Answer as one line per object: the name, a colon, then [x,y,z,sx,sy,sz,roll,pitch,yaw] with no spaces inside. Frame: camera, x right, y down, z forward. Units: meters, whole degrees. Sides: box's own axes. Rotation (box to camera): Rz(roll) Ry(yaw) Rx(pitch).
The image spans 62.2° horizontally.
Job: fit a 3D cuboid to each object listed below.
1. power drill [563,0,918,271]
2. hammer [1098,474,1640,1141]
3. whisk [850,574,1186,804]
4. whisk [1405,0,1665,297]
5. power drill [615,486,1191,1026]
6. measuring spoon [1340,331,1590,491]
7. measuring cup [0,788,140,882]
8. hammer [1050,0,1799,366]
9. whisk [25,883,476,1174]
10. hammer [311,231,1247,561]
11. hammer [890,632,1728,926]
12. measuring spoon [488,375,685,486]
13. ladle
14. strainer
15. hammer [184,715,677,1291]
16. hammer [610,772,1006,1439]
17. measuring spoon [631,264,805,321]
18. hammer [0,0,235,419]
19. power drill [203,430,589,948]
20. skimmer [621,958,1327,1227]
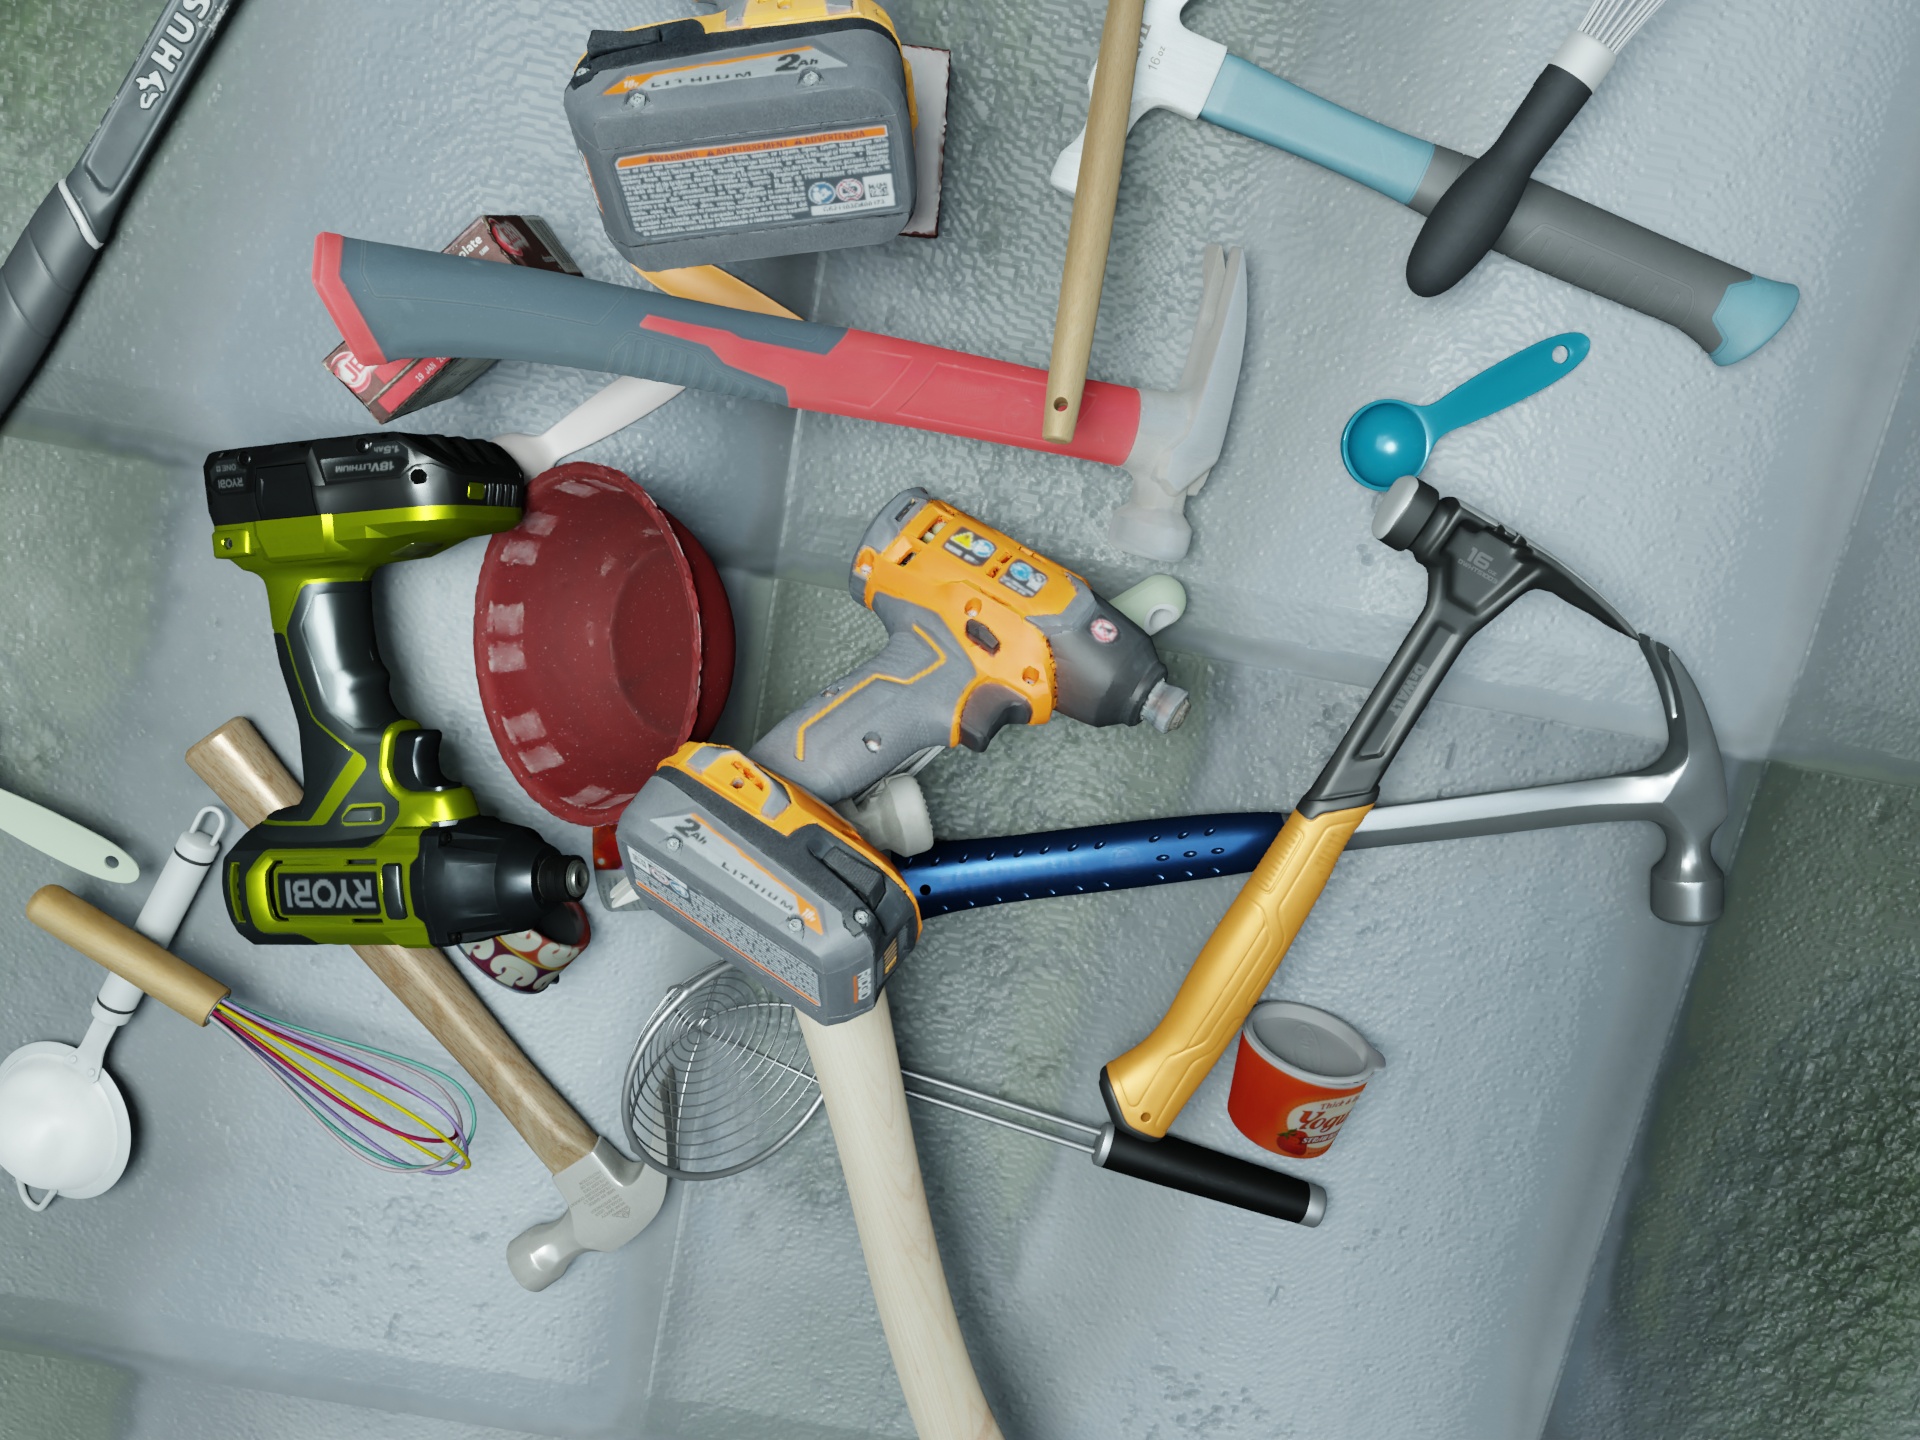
power drill: [-0.107,-0.279,0.616,0.185,0.226,0.084,-7,148,1]
hammer: [0.171,0.061,0.745,0.127,0.034,0.337,29,103,-6]
whisk: [-0.001,-0.002,0.763,0.246,0.059,0.057,-30,139,3]
whisk: [0.273,-0.297,0.645,0.070,0.070,0.284,32,109,-8]
power drill: [-0.016,0.013,0.672,0.164,0.084,0.226,31,60,16]
measuring spoon: [0.233,-0.148,0.741,0.128,0.021,0.042,-27,102,-3]
measuring cup: [-0.470,0.029,0.772,0.167,0.038,0.083,31,102,-10]
hammer: [0.215,-0.236,0.706,0.331,0.033,0.128,21,105,-6]
whisk: [-0.340,0.149,0.769,0.245,0.047,0.051,33,85,-3]
hammer: [-0.057,-0.161,0.653,0.386,0.038,0.143,6,106,-24]
hammer: [0.168,0.050,0.778,0.405,0.035,0.144,-7,105,2]
measuring spoon: [-0.171,-0.139,0.738,0.124,0.018,0.034,-30,102,7]
ladle: [0.062,-0.273,0.645,0.078,0.062,0.320,9,88,11]
strainer: [-0.434,0.152,0.803,0.087,0.050,0.258,32,99,7]
hammer: [-0.264,0.135,0.801,0.130,0.031,0.331,-34,102,9]
hammer: [-0.039,0.239,0.745,0.146,0.038,0.410,-16,99,-11]
measuring spoon: [-0.099,-0.190,0.731,0.117,0.011,0.021,26,102,-3]
hammer: [-0.384,-0.244,0.702,0.149,0.036,0.409,36,102,-8]
power drill: [-0.251,-0.011,0.709,0.171,0.080,0.223,-3,95,18]
skimmer: [0.016,0.207,0.790,0.363,0.090,0.127,18,101,-5]
